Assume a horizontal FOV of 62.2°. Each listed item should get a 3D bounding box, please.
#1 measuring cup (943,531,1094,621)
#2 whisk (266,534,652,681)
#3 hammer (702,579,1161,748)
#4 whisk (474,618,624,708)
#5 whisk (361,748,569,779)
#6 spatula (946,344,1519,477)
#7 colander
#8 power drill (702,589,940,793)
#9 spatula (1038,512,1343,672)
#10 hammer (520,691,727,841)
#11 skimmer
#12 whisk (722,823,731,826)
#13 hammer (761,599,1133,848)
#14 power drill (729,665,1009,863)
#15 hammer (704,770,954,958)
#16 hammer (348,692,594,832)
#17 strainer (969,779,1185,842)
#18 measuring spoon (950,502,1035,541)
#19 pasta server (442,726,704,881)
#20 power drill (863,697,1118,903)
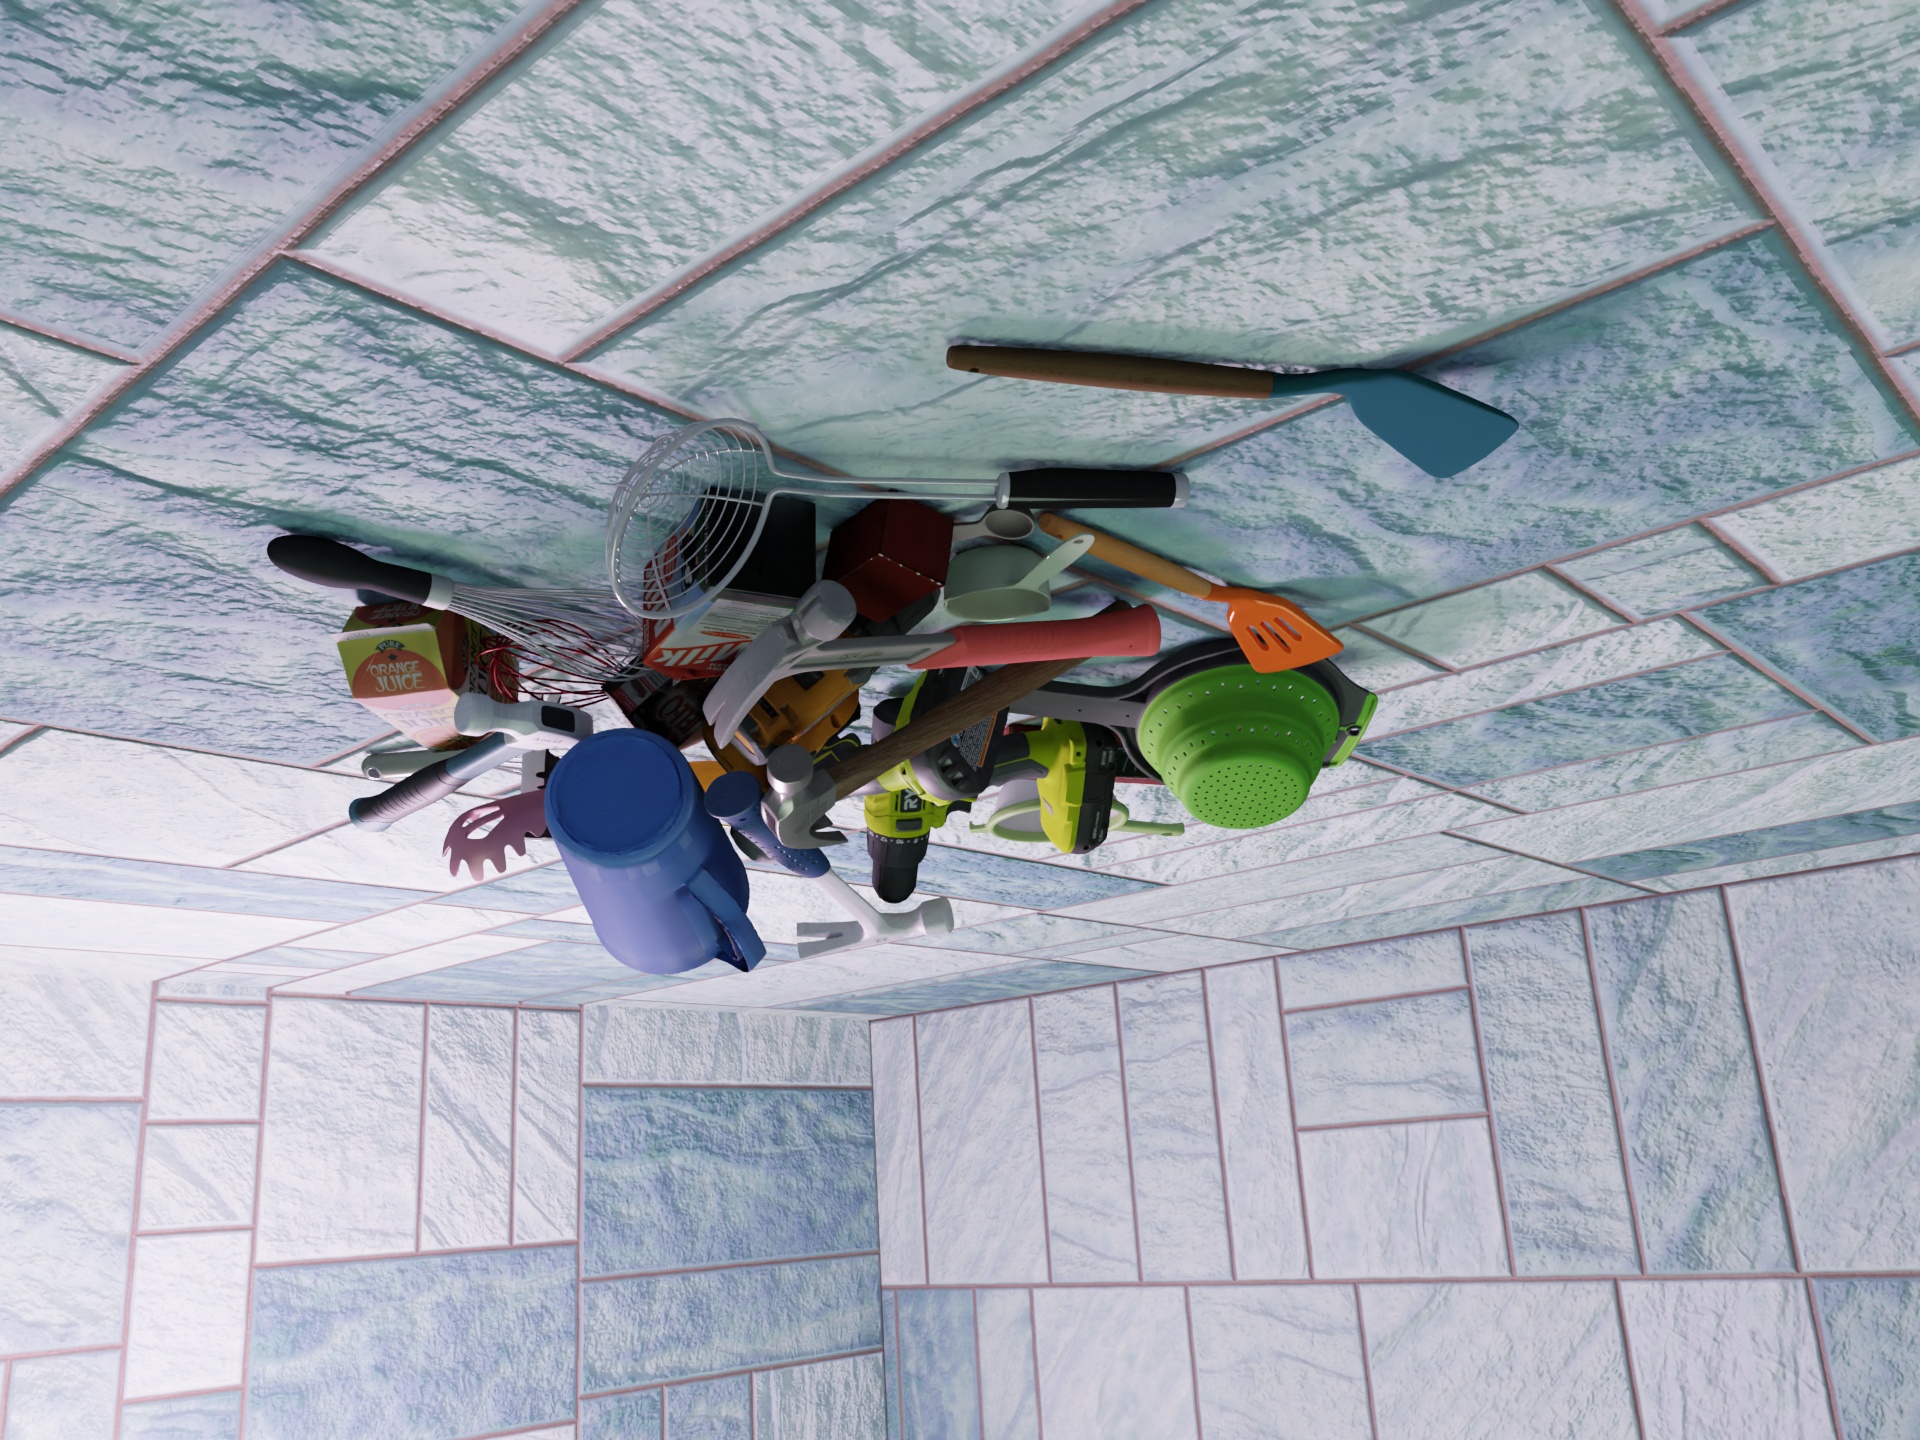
[{"bbox_3d":[0.045,-0.110,1.084,0.083,0.038,0.167,3,163,-26],"label":"measuring cup"},{"bbox_3d":[-0.328,-0.081,1.092,0.284,0.070,0.070,15,155,-35],"label":"whisk"},{"bbox_3d":[0.004,-0.046,1.080,0.359,0.037,0.149,-6,153,-43],"label":"hammer"},{"bbox_3d":[-0.271,-0.030,1.268,0.073,0.073,0.295,-12,168,26],"label":"whisk"},{"bbox_3d":[-0.448,0.035,1.472,0.246,0.059,0.057,-5,127,17],"label":"whisk"},{"bbox_3d":[0.147,-0.178,0.876,0.317,0.044,0.082,2,166,-14],"label":"spatula"},{"bbox_3d":[0.162,0.019,1.368,0.397,0.095,0.204,7,140,-6],"label":"colander"},{"bbox_3d":[-0.106,-0.032,1.180,0.185,0.084,0.226,-41,180,-16],"label":"power drill"},{"bbox_3d":[0.166,-0.094,1.166,0.081,0.041,0.322,-17,158,40],"label":"spatula"},{"bbox_3d":[-0.278,0.046,1.481,0.034,0.127,0.336,0,177,29],"label":"hammer"},{"bbox_3d":[-0.027,-0.121,0.948,0.363,0.090,0.127,-2,132,-14],"label":"skimmer"},{"bbox_3d":[-0.159,0.067,1.639,0.245,0.047,0.051,-13,160,19],"label":"whisk"},{"bbox_3d":[-0.002,-0.004,1.167,0.331,0.031,0.130,-30,155,-24],"label":"hammer"},{"bbox_3d":[-0.078,0.021,1.323,0.223,0.171,0.080,-18,126,31],"label":"power drill"},{"bbox_3d":[-0.121,0.126,1.298,0.144,0.035,0.405,-13,156,9],"label":"hammer"},{"bbox_3d":[-0.399,0.040,1.249,0.128,0.033,0.331,9,159,-41],"label":"hammer"},{"bbox_3d":[0.143,0.085,1.711,0.256,0.069,0.151,8,158,-36],"label":"strainer"},{"bbox_3d":[-0.007,-0.131,1.059,0.124,0.018,0.034,-5,151,28],"label":"measuring spoon"},{"bbox_3d":[-0.282,0.042,1.327,0.316,0.060,0.040,-26,148,-21],"label":"pasta server"},{"bbox_3d":[0.021,0.073,1.470,0.228,0.190,0.080,-3,-158,-19],"label":"power drill"}]
